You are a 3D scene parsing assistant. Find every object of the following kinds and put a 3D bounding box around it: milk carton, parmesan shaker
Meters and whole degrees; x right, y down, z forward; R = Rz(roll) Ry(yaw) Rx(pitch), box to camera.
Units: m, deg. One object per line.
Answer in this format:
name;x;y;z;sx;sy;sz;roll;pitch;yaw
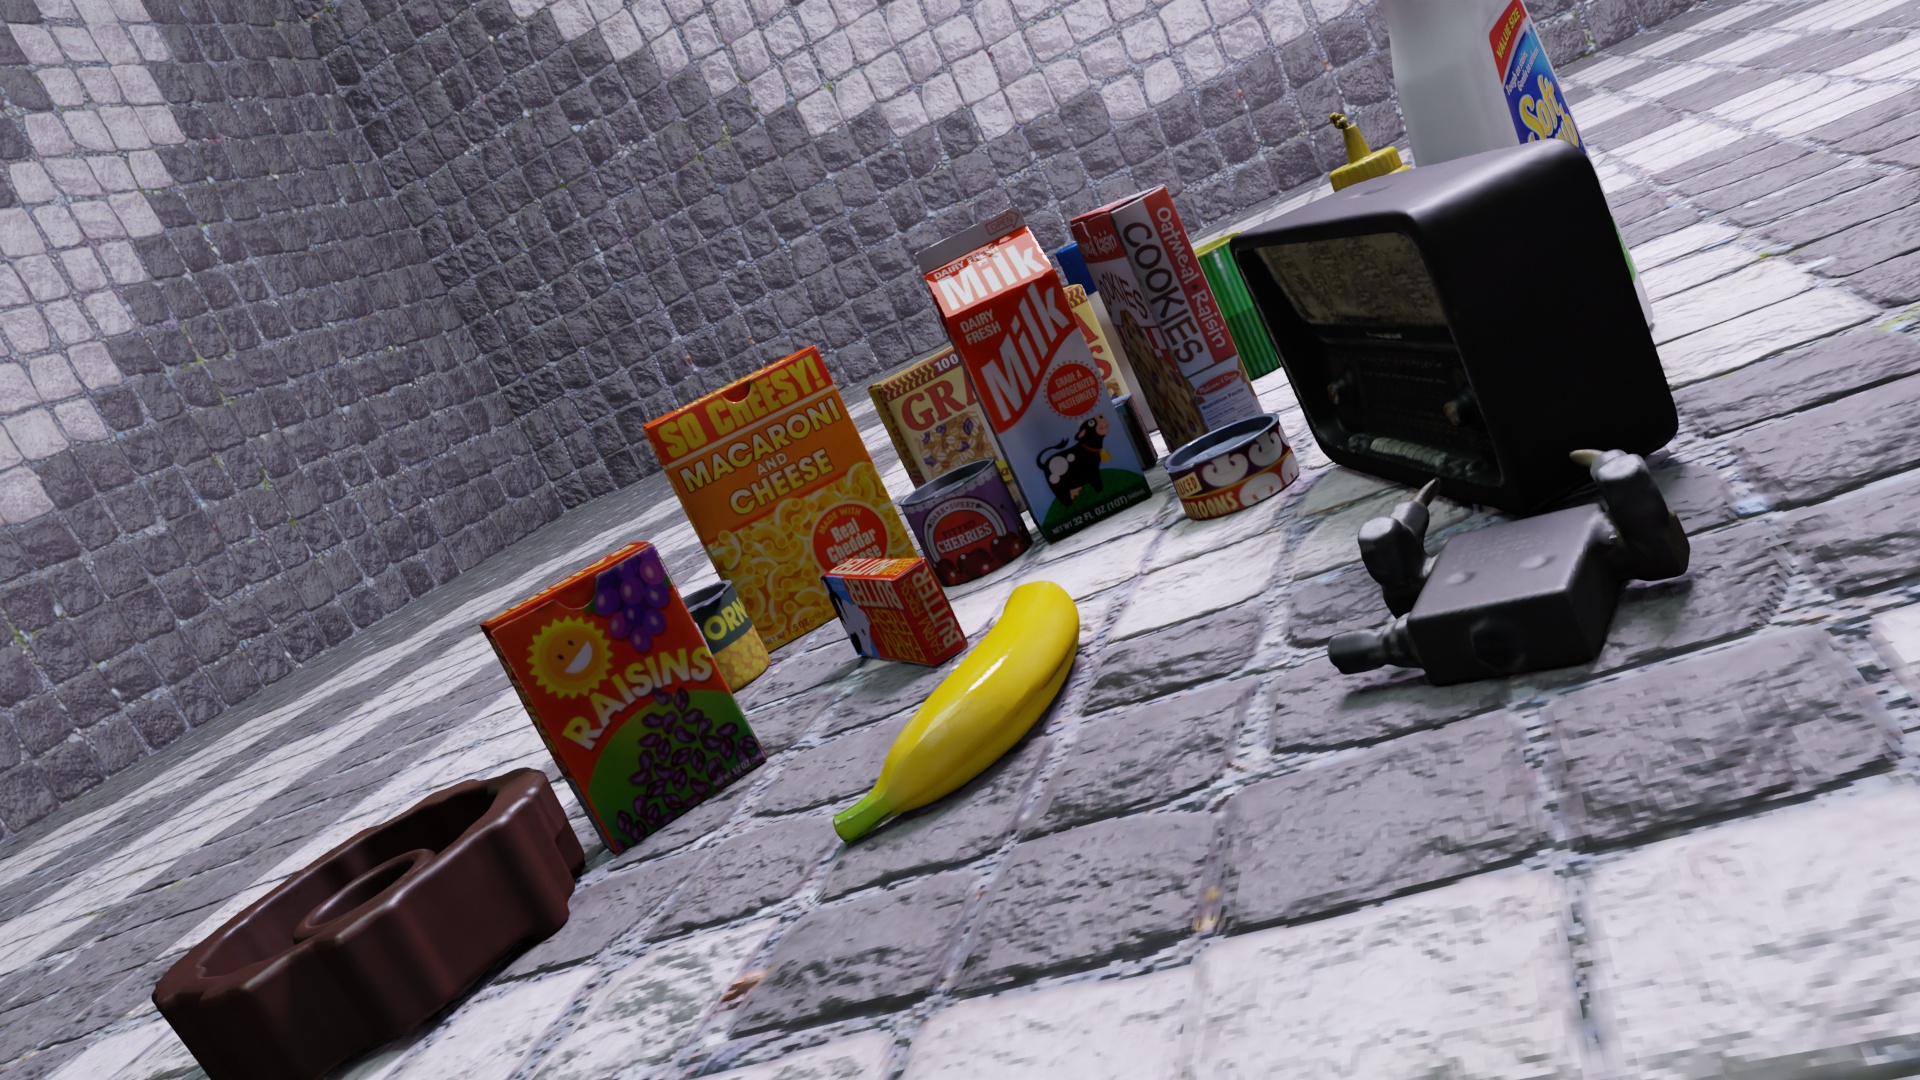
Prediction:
milk carton;0.043;-0.102;0.849;0.072;0.190;0.073;-26;11;1
parmesan shaker;0.202;-0.173;1.051;0.071;0.103;0.071;-25;11;5

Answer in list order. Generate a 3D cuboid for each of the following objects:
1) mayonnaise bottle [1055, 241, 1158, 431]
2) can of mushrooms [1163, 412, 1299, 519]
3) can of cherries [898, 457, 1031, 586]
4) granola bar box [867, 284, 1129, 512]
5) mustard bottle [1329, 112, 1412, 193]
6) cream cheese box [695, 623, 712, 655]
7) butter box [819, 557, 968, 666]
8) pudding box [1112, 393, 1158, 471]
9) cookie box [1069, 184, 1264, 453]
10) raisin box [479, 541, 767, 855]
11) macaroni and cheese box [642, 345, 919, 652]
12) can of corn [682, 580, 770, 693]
mayonnaise bottle;0.117;-0.154;1.035;0.041;0.148;0.065;-21;12;23
can of mushrooms;0.143;-0.039;0.743;0.071;0.033;0.071;-25;11;5
can of cherries;0.003;-0.011;0.858;0.071;0.058;0.071;-25;11;5
granola bar box;0.035;-0.088;0.973;0.166;0.124;0.039;-29;11;-17
mustard bottle;0.249;-0.172;0.797;0.049;0.160;0.065;-24;11;9
cream cheese box;-0.146;0.082;0.772;0.024;0.053;0.104;-27;11;-6
butter box;-0.037;0.037;0.742;0.024;0.053;0.103;-31;12;-24
pudding box;0.084;-0.060;0.929;0.083;0.049;0.030;-21;12;21
cookie box;0.126;-0.129;0.849;0.040;0.167;0.123;-26;11;-2
raisin box;-0.161;0.073;0.664;0.086;0.123;0.040;-30;12;-23
macaroni and cheese box;-0.115;-0.027;0.915;0.124;0.166;0.040;-28;11;-14
can of corn;-0.158;0.065;0.864;0.071;0.058;0.071;-25;11;5
